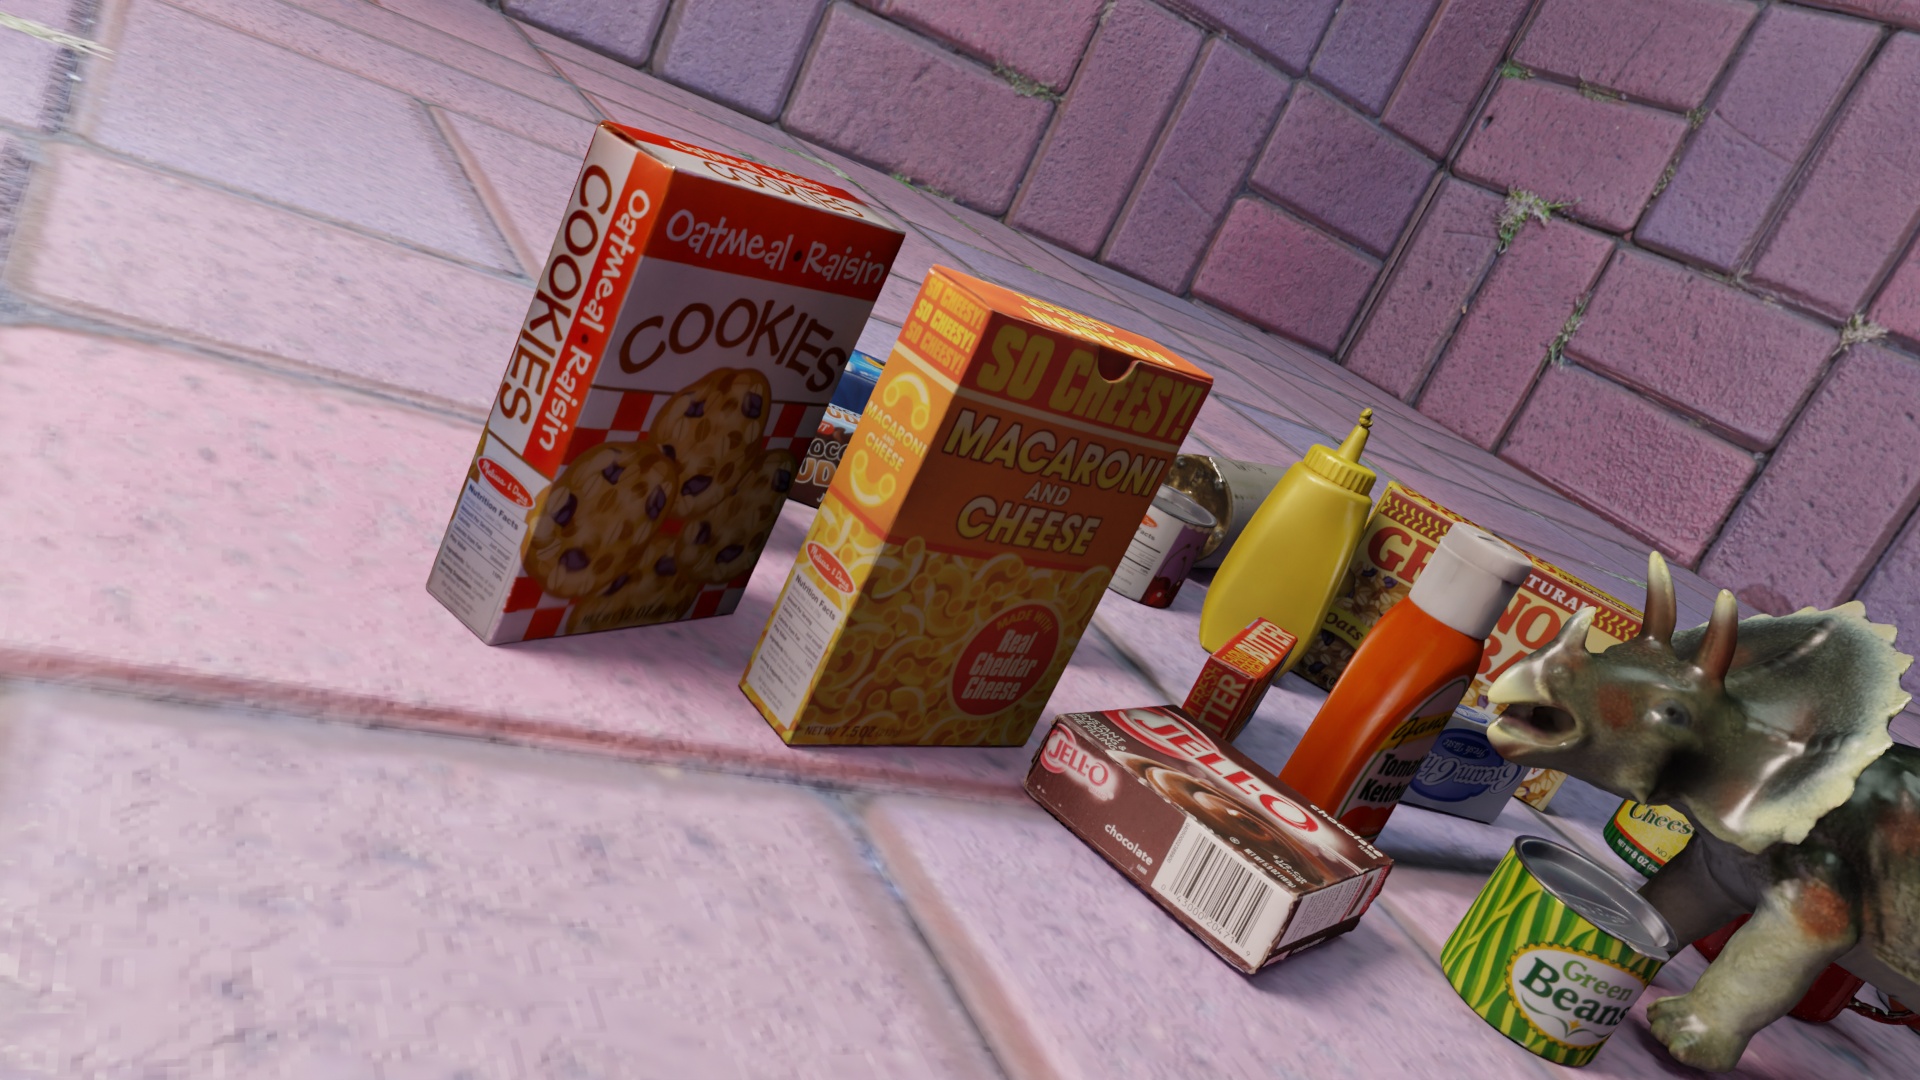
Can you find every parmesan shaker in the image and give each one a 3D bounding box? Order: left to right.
[{"bbox_3d":[0.418,0.143,0.773,0.071,0.102,0.071,24,17,-8],"label":"parmesan shaker"}]

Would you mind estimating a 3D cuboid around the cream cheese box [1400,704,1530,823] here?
[{"bbox_3d":[0.244,0.109,0.707,0.104,0.053,0.024,17,19,-28],"label":"cream cheese box"}]

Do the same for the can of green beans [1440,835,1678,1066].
[{"bbox_3d":[0.229,0.157,0.535,0.071,0.057,0.071,24,17,-8],"label":"can of green beans"}]

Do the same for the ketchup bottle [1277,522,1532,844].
[{"bbox_3d":[0.190,0.064,0.600,0.065,0.148,0.043,10,23,-44],"label":"ketchup bottle"}]

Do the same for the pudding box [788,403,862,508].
[{"bbox_3d":[-0.061,-0.041,0.714,0.084,0.049,0.030,20,18,-19],"label":"pudding box"}]

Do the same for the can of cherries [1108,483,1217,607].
[{"bbox_3d":[0.112,-0.001,0.831,0.071,0.058,0.072,24,17,-8],"label":"can of cherries"}]

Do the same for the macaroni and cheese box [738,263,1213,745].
[{"bbox_3d":[0.009,-0.003,0.504,0.124,0.166,0.040,9,24,-45],"label":"macaroni and cheese box"}]

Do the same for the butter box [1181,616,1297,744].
[{"bbox_3d":[0.128,0.071,0.652,0.024,0.053,0.104,32,18,17],"label":"butter box"}]

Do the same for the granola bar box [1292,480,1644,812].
[{"bbox_3d":[0.292,0.059,0.801,0.166,0.123,0.039,30,17,12],"label":"granola bar box"}]

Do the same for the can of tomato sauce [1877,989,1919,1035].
[{"bbox_3d":[0.543,0.229,0.734,0.071,0.083,0.071,24,17,-8],"label":"can of tomato sauce"}]

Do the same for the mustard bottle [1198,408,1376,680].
[{"bbox_3d":[0.191,-0.001,0.772,0.065,0.159,0.049,28,16,5],"label":"mustard bottle"}]

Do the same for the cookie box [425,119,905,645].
[{"bbox_3d":[-0.099,-0.050,0.483,0.040,0.167,0.123,34,18,25],"label":"cookie box"}]
